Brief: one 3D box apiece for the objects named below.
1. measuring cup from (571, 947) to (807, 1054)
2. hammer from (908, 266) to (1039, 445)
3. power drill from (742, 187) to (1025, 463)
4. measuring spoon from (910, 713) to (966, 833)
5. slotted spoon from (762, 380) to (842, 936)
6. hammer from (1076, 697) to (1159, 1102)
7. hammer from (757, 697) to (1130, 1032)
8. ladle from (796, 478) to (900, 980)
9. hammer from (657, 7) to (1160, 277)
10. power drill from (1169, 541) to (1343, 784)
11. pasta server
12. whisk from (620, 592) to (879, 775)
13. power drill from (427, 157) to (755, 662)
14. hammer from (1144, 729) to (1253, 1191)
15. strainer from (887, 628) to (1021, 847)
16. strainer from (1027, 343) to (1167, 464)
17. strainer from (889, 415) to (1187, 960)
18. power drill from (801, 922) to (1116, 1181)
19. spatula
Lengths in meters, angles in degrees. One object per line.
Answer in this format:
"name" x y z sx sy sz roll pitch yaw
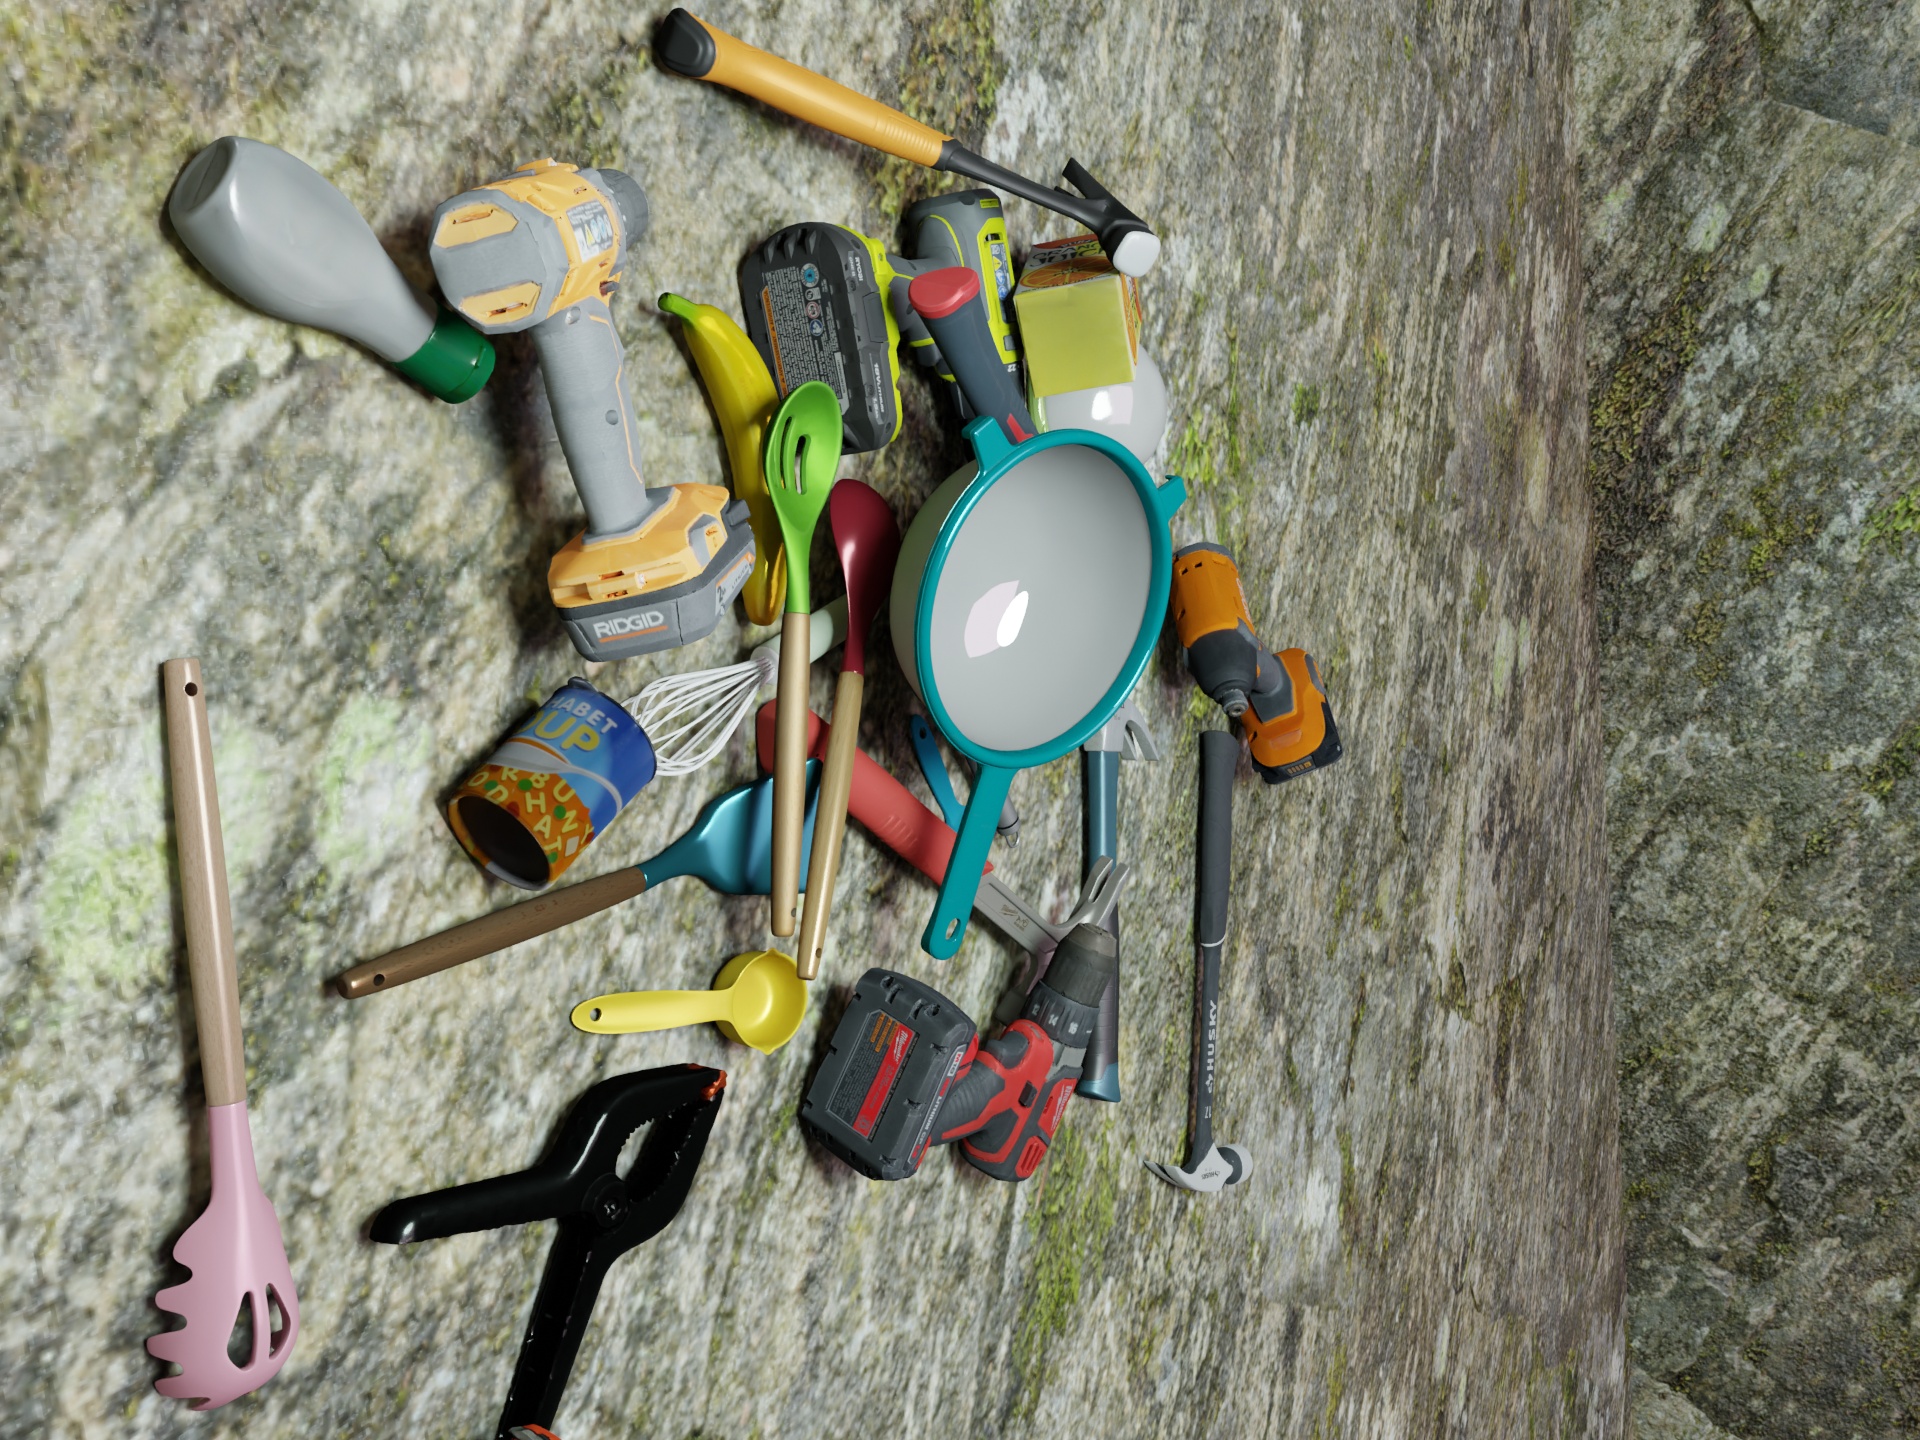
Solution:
"measuring cup" -0.155 0.160 0.898 0.156 0.029 0.062 5 86 -43
"hammer" 0.041 -0.156 1.065 0.143 0.038 0.385 -62 152 -13
"power drill" -0.030 -0.238 1.025 0.228 0.080 0.190 -29 113 -54
"measuring spoon" -0.005 0.048 1.104 0.042 0.021 0.128 -53 133 -41
"slotted spoon" -0.096 -0.035 0.901 0.070 0.031 0.314 6 85 -62
"hammer" 0.111 0.139 1.263 0.128 0.033 0.331 1 89 -54
"hammer" -0.009 0.081 1.066 0.358 0.037 0.149 44 72 -43
"ladle" -0.070 -0.003 0.942 0.069 0.031 0.316 33 58 -51
"hammer" -0.030 -0.359 0.977 0.336 0.127 0.034 10 124 -36
"power drill" 0.256 -0.033 1.391 0.226 0.084 0.164 43 31 -45
"pasta server" -0.314 0.132 0.665 0.060 0.040 0.316 -7 91 -55
"whisk" -0.118 -0.028 0.932 0.246 0.058 0.059 -39 156 -51
"power drill" -0.174 -0.165 0.798 0.185 0.084 0.226 -76 152 -63
"hammer" 0.221 0.213 1.418 0.149 0.036 0.409 10 81 -53
"strainer" -0.002 -0.003 1.093 0.087 0.050 0.258 -58 138 -39
"strainer" 0.097 -0.215 1.209 0.256 0.069 0.151 -57 134 -40
"strainer" 0.010 -0.022 1.001 0.210 0.095 0.340 7 104 -45
"power drill" 0.016 0.215 1.050 0.226 0.080 0.188 21 95 -55
"spatula" -0.181 0.090 0.833 0.317 0.044 0.082 -19 108 -55
